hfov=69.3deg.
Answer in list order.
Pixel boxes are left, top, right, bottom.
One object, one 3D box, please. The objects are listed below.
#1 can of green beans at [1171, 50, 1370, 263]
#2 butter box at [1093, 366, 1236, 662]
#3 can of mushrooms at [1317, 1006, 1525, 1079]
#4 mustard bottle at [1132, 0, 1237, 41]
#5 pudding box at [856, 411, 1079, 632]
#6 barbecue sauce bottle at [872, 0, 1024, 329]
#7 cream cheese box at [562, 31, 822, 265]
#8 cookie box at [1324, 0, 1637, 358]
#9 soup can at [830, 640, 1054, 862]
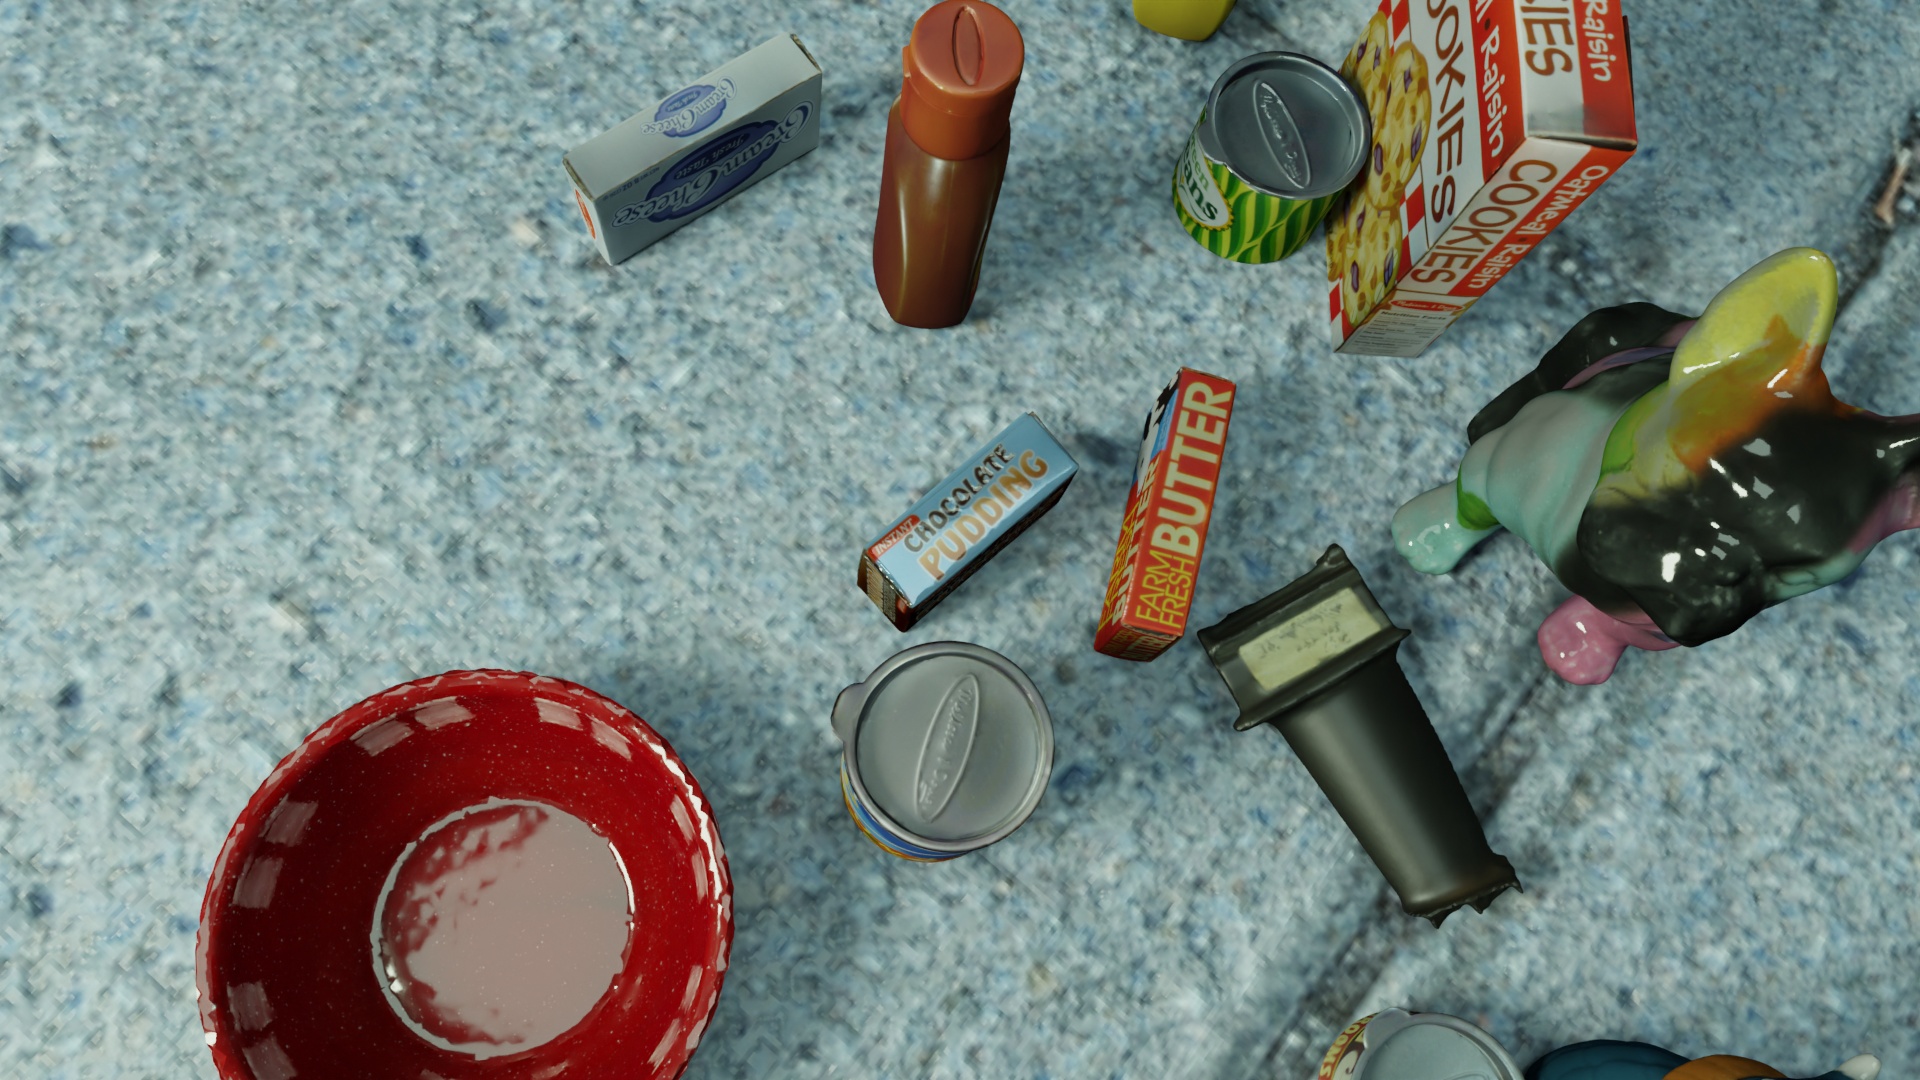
[{"bbox_3d":[0.125,-0.155,0.568,0.071,0.057,0.071,2,74,-6],"label":"can of green beans"},{"bbox_3d":[0.077,-0.008,0.522,0.024,0.053,0.104,16,73,-2],"label":"butter box"},{"bbox_3d":[0.159,0.196,0.482,0.071,0.033,0.071,2,74,-6],"label":"can of mushrooms"},{"bbox_3d":[0.107,-0.266,0.545,0.049,0.159,0.065,16,73,-2],"label":"mustard bottle"},{"bbox_3d":[0.002,-0.006,0.514,0.084,0.049,0.030,-40,82,-15],"label":"pudding box"},{"bbox_3d":[-0.006,-0.133,0.499,0.044,0.148,0.065,0,74,-7],"label":"barbecue sauce bottle"},{"bbox_3d":[-0.102,-0.153,0.543,0.104,0.053,0.024,-35,81,-15],"label":"cream cheese box"},{"bbox_3d":[0.184,-0.157,0.519,0.040,0.167,0.123,3,74,-6],"label":"cookie box"},{"bbox_3d":[-0.010,0.073,0.472,0.071,0.083,0.071,2,74,-6],"label":"soup can"}]
